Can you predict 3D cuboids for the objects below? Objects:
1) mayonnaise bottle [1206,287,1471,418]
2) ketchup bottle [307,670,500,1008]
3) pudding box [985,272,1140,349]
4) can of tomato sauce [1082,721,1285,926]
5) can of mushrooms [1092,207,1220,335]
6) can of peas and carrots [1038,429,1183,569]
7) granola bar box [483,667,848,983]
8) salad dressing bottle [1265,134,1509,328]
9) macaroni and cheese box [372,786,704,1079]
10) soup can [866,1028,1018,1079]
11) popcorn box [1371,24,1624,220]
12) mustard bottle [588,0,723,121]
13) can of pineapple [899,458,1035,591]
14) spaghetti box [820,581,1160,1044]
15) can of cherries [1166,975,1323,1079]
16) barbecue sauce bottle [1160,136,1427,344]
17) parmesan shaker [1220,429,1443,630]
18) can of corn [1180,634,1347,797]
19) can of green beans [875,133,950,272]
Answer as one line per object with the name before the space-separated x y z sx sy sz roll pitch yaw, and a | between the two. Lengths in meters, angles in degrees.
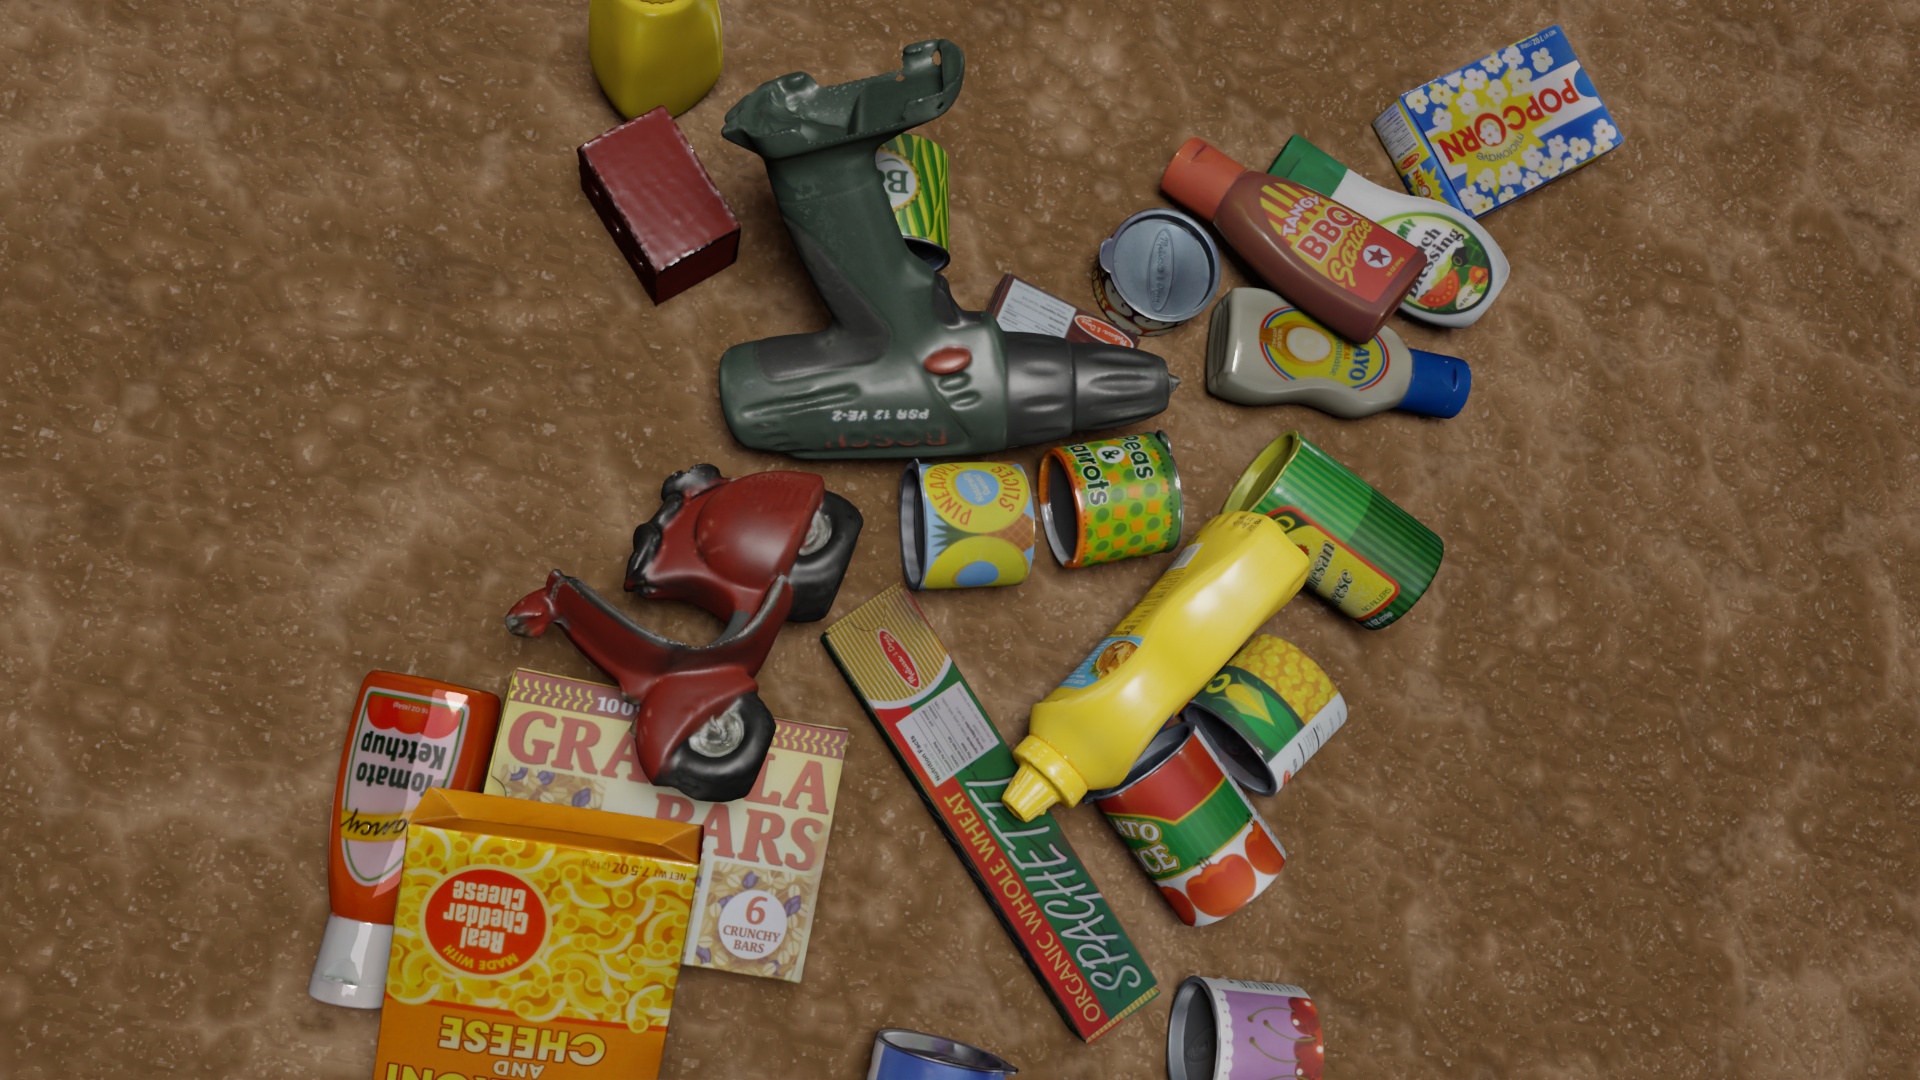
mayonnaise bottle | 0.217 -0.101 0.795 0.148 0.041 0.065 10 75 -10
ketchup bottle | -0.264 0.138 0.648 0.065 0.043 0.149 11 79 1
pudding box | 0.050 -0.105 0.765 0.084 0.030 0.050 24 76 -8
can of tomato sauce | 0.116 0.148 0.720 0.071 0.071 0.083 -36 91 -15
can of mushrooms | 0.108 -0.151 0.783 0.071 0.033 0.071 2 81 -12
can of peas and carrots | 0.079 -0.023 0.737 0.059 0.071 0.071 -10 84 -13
granola bar box | -0.147 0.138 0.677 0.166 0.039 0.124 12 78 -11
salad dressing bottle | 0.245 -0.181 0.810 0.148 0.044 0.064 33 111 1
macaroni and cheese box | -0.191 0.202 0.622 0.124 0.040 0.166 10 103 -10
soup can | -0.016 0.287 0.667 0.071 0.071 0.084 15 79 -10
popcorn box | 0.326 -0.248 0.845 0.127 0.038 0.085 -27 87 -15
mustard bottle | -0.149 -0.261 0.679 0.065 0.160 0.049 -31 88 -16
can of pineapple | 0.003 -0.009 0.718 0.058 0.071 0.071 -3 82 -14
spaghetti box | 0.014 0.140 0.717 0.050 0.028 0.250 -32 89 -15
can of cherries | 0.144 0.261 0.707 0.058 0.071 0.071 9 80 -12
barbecue sauce bottle | 0.183 -0.173 0.780 0.149 0.043 0.065 37 65 14
parmesan shaker | 0.205 -0.006 0.761 0.103 0.071 0.071 35 76 -5
can of corn | 0.160 0.091 0.739 0.058 0.071 0.071 -41 91 -16
can of green beans | -0.038 -0.176 0.738 0.071 0.071 0.058 1 81 -12
